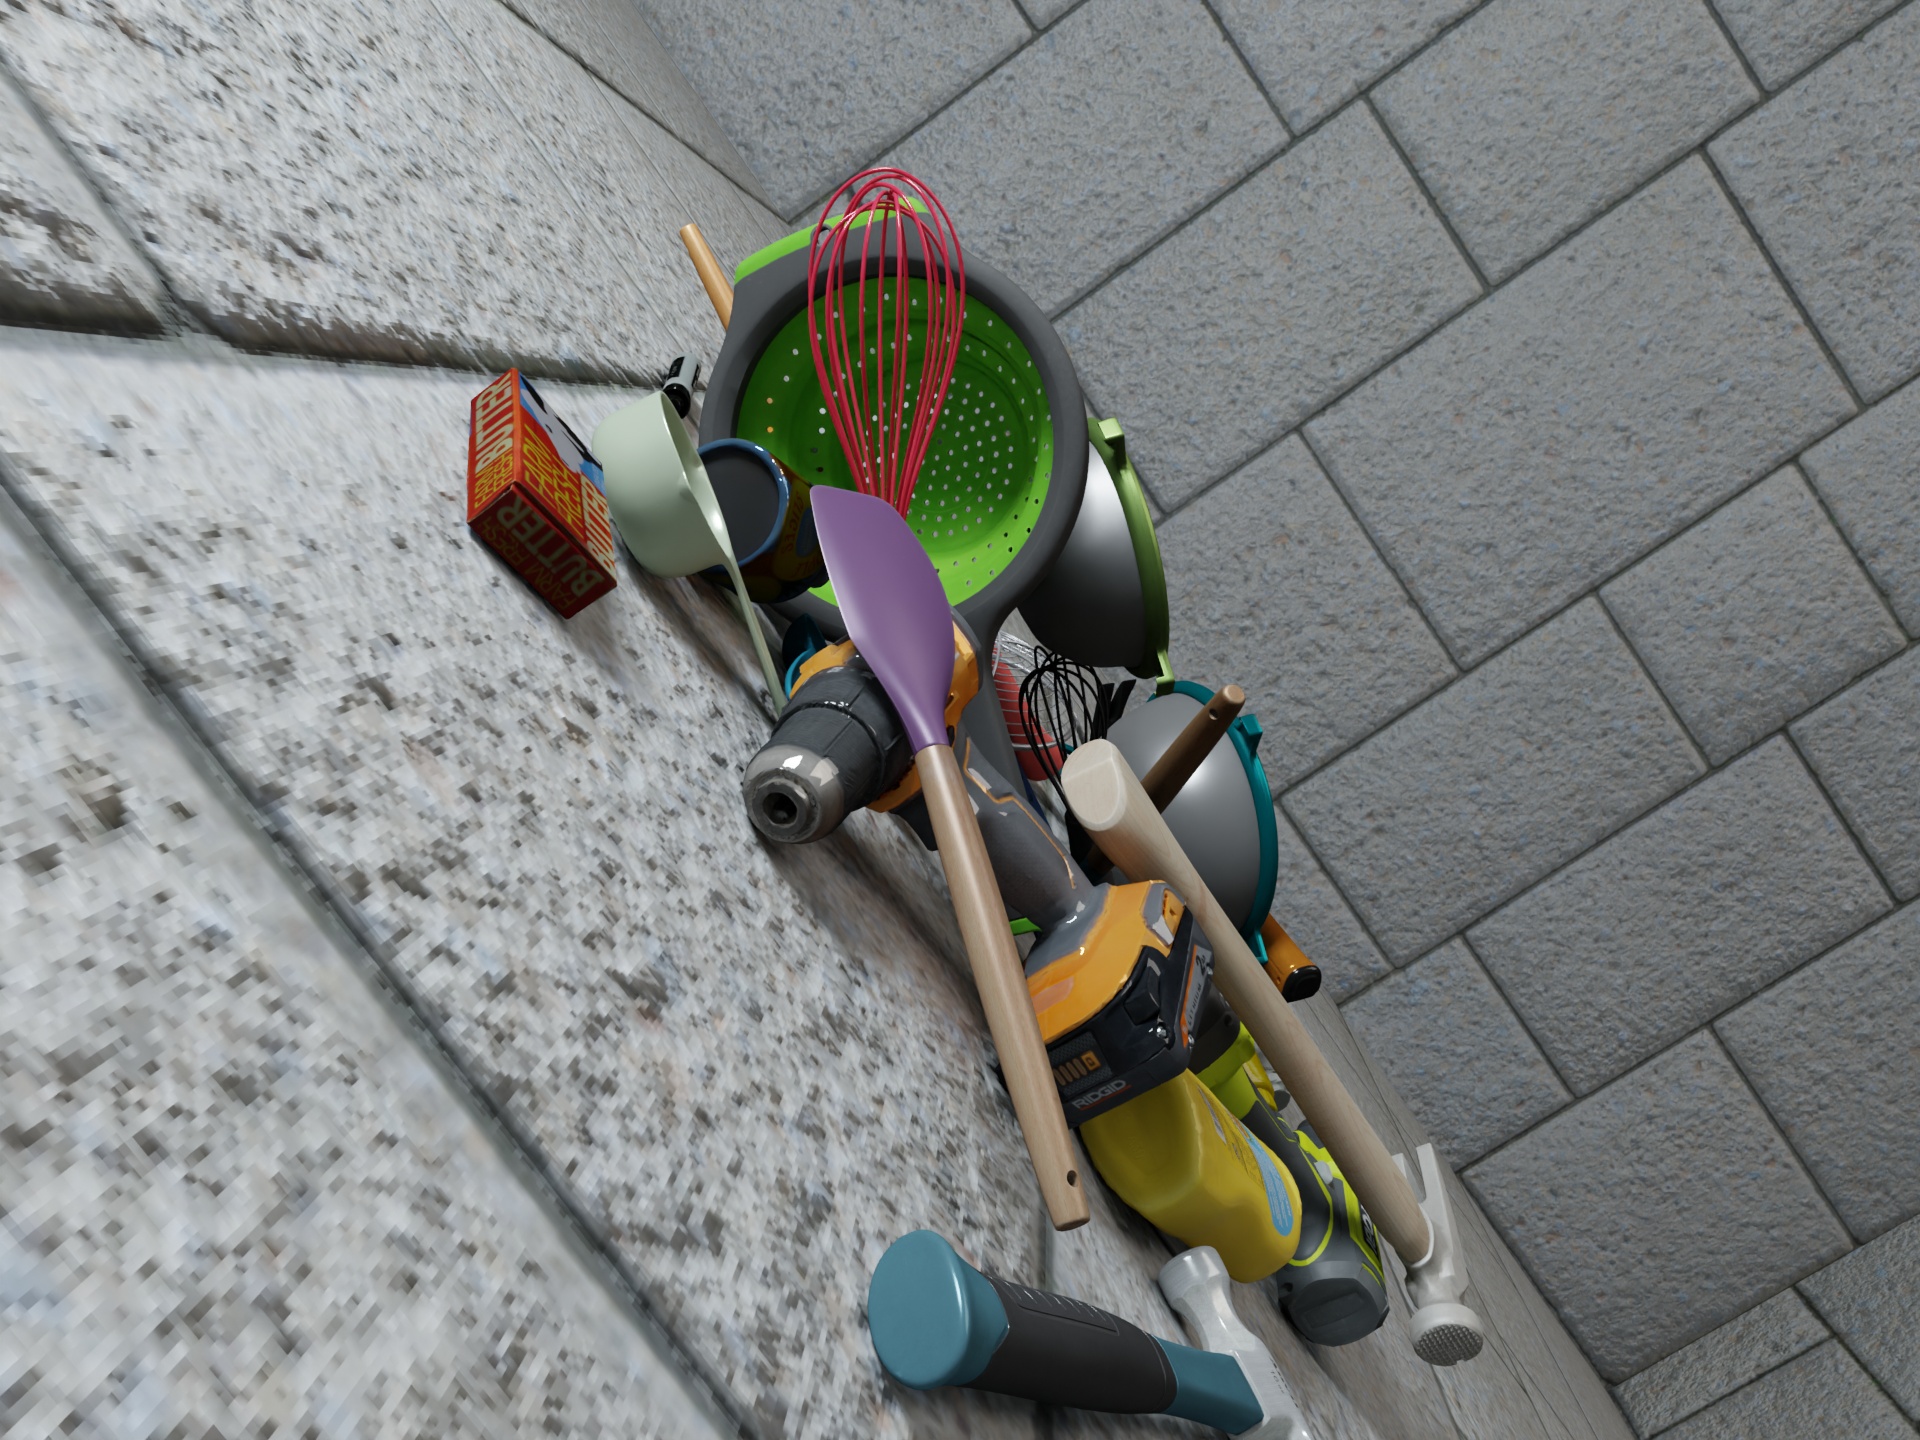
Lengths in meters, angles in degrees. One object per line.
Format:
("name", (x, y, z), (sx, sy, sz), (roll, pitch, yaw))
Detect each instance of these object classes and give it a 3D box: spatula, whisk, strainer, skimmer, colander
("spatula", (-0.110, -0.204, 1.119), (0.322, 0.041, 0.081), (63, 0, -4))
("whisk", (-0.035, -0.103, 0.746), (0.073, 0.073, 0.295), (-99, -171, -70))
("strainer", (0.120, 0.068, 1.268), (0.341, 0.095, 0.211), (-156, -121, -63))
("skimmer", (0.086, 0.075, 1.080), (0.363, 0.090, 0.127), (53, 15, -26))
("spatula", (0.093, 0.061, 0.882), (0.082, 0.044, 0.317), (55, -30, 17))
("spatula", (-0.002, 0.035, 0.601), (0.059, 0.018, 0.316), (8, 52, -37))
("colander", (-0.003, -0.062, 0.835), (0.094, 0.204, 0.397), (-20, 94, -72))
("strainer", (0.052, -0.099, 0.946), (0.256, 0.069, 0.151), (-136, -148, -75))
("whisk", (0.074, 0.058, 0.986), (0.055, 0.055, 0.238), (-110, -173, -60))

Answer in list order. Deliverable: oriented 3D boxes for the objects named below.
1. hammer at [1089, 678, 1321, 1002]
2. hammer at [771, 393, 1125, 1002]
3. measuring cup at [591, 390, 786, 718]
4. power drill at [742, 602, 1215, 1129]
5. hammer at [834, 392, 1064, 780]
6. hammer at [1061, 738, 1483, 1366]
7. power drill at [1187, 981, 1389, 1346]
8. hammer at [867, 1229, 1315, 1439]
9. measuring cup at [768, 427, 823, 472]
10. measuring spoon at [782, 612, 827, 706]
("hammer", (0.189, 0.101, 1.285), (0.337, 0.034, 0.127), (-126, -145, -49))
("hammer", (-0.001, -0.003, 0.886), (0.406, 0.144, 0.035), (66, -29, 15))
("measuring cup", (-0.113, -0.056, 0.684), (0.083, 0.038, 0.167), (-109, 180, -73))
("power drill", (0.007, 0.062, 0.672), (0.226, 0.084, 0.185), (53, 25, -7))
("hammer", (0.005, -0.068, 1.134), (0.149, 0.036, 0.358), (58, -1, 46))
("hammer", (0.172, 0.166, 0.855), (0.410, 0.038, 0.146), (54, 21, -23))
("power drill", (0.173, 0.232, 0.943), (0.223, 0.080, 0.171), (56, 18, -13))
("hammer", (0.058, 0.222, 0.547), (0.330, 0.033, 0.128), (43, 14, -53))
("measuring cup", (-0.116, -0.173, 1.028), (0.095, 0.052, 0.174), (50, 2, -39))
("measuring spoon", (-0.078, -0.020, 0.744), (0.129, 0.021, 0.042), (-83, 149, -77))
